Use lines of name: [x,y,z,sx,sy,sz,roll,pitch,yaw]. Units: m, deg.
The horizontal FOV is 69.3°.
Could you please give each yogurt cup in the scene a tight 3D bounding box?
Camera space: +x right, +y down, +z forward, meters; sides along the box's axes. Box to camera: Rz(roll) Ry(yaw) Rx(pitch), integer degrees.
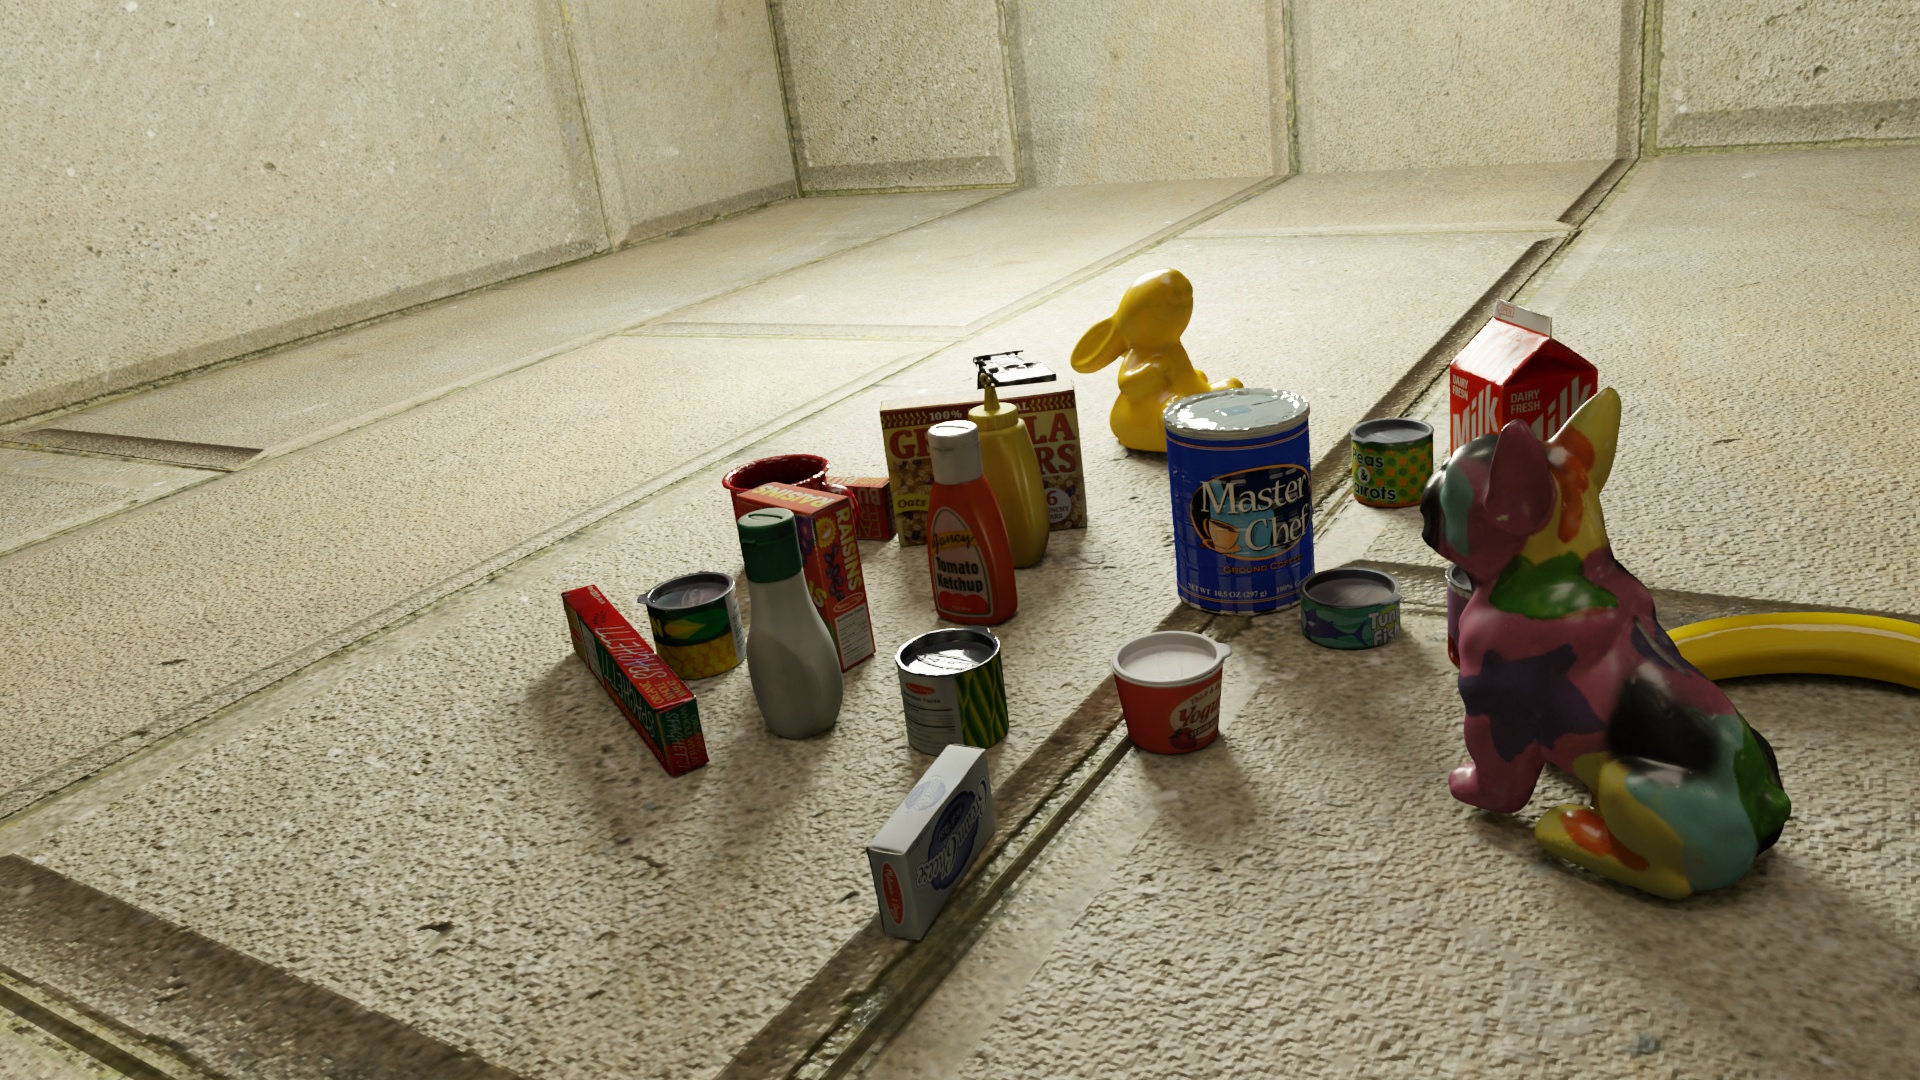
yogurt cup: [0.127,0.093,0.840,0.072,0.053,0.072,-7,21,3]

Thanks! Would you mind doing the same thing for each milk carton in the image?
milk carton: [0.394,-0.071,0.977,0.073,0.189,0.072,-11,21,-8]

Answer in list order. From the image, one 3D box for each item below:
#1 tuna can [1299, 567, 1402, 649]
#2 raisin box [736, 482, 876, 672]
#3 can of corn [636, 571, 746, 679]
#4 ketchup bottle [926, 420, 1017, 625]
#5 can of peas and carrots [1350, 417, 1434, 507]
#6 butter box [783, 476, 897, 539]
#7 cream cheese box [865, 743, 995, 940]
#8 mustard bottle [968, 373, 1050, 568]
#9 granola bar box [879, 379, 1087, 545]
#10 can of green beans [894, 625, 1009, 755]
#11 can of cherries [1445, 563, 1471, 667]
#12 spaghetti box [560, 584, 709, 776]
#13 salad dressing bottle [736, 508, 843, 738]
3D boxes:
tuna can: [0.266,0.046,0.940,0.071,0.032,0.071,-7,21,3]
raisin box: [-0.112,0.025,0.999,0.086,0.123,0.040,13,29,42]
can of corn: [-0.197,0.063,1.022,0.071,0.058,0.071,-7,21,3]
ketchup bottle: [0.004,-0.013,1.022,0.065,0.148,0.044,6,25,32]
can of peas and carrots: [0.358,-0.064,1.155,0.071,0.058,0.071,-7,21,3]
butter box: [-0.107,-0.029,1.234,0.103,0.053,0.024,2,23,24]
cream cheese box: [-0.013,0.156,0.728,0.024,0.053,0.104,2,23,24]
mustard bottle: [0.033,-0.058,1.111,0.065,0.159,0.049,1,23,22]
granola bar box: [0.021,-0.066,1.184,0.165,0.123,0.039,-6,21,4]
can of green beans: [-0.005,0.095,0.874,0.071,0.057,0.071,-7,21,3]
can of cherries: [0.341,0.048,0.875,0.071,0.058,0.072,-7,21,3]
spaghetti box: [-0.232,0.092,0.972,0.029,0.050,0.250,-18,23,-24]
salad dressing bottle: [-0.113,0.053,0.895,0.064,0.147,0.044,7,25,33]
